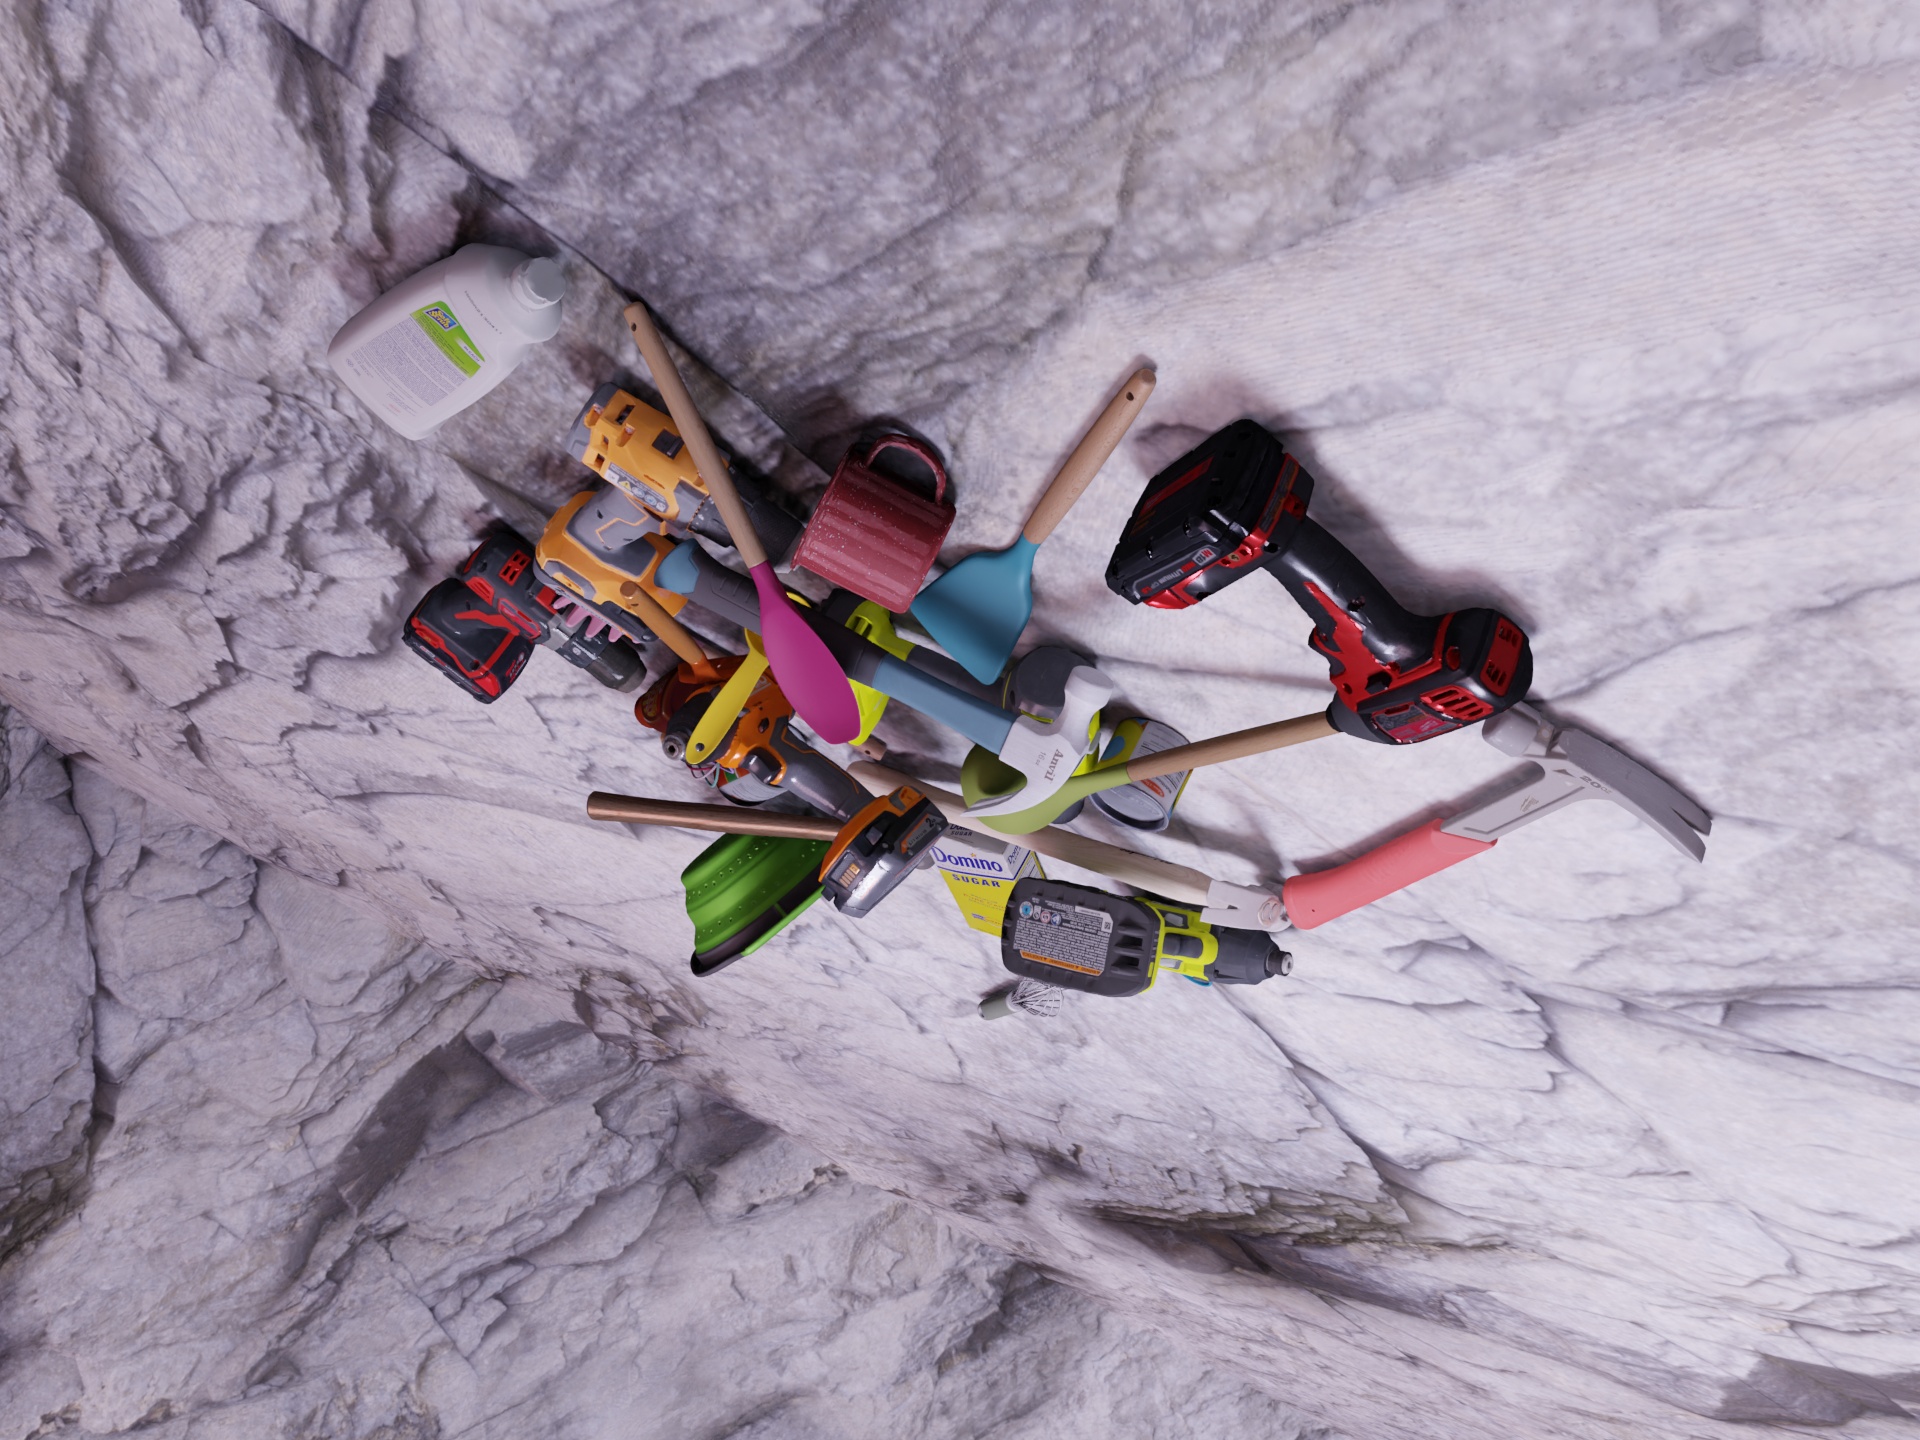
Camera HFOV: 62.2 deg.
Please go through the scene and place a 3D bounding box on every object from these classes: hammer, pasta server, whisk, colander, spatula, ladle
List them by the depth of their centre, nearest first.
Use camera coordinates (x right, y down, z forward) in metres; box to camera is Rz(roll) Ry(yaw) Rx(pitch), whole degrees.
[{"bbox_3d":[0.049,-0.121,0.987,0.082,0.044,0.317,46,153,4],"label":"spatula"},{"bbox_3d":[0.140,0.019,1.072,0.320,0.062,0.078,-15,128,28],"label":"ladle"},{"bbox_3d":[0.331,0.091,1.085,0.149,0.037,0.359,32,153,-4],"label":"hammer"},{"bbox_3d":[-0.065,-0.042,1.089,0.331,0.033,0.128,27,112,13],"label":"hammer"},{"bbox_3d":[-0.210,-0.065,1.212,0.081,0.041,0.322,-7,169,2],"label":"spatula"},{"bbox_3d":[0.064,0.096,1.314,0.411,0.038,0.146,16,-179,33],"label":"hammer"},{"bbox_3d":[-0.208,-0.042,1.398,0.316,0.040,0.060,29,143,-1],"label":"pasta server"},{"bbox_3d":[-0.190,0.095,1.494,0.331,0.031,0.130,5,162,7],"label":"hammer"},{"bbox_3d":[-0.249,0.027,1.502,0.245,0.047,0.051,-171,70,-69],"label":"whisk"},{"bbox_3d":[-0.230,0.159,1.673,0.094,0.204,0.397,52,169,-7],"label":"colander"},{"bbox_3d":[0.064,0.303,1.731,0.058,0.059,0.246,67,158,8],"label":"whisk"}]

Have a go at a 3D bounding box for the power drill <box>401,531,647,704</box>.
[{"bbox_3d":[-0.410,-0.080,1.499,0.187,0.080,0.227,42,149,-24],"label":"power drill"}]

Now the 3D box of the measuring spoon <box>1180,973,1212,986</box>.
[{"bbox_3d":[0.182,0.207,1.473,0.129,0.021,0.042,25,156,31],"label":"measuring spoon"}]

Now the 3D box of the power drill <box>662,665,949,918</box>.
[{"bbox_3d":[-0.134,0.053,1.293,0.226,0.164,0.084,41,117,6],"label":"power drill"}]

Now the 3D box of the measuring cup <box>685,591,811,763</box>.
[{"bbox_3d":[-0.168,-0.031,1.246,0.062,0.156,0.029,33,169,-3],"label":"measuring cup"}]

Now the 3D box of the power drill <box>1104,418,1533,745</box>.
[{"bbox_3d":[0.200,-0.062,0.906,0.219,0.079,0.143,34,154,-14],"label":"power drill"}]

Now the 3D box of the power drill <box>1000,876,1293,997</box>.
[{"bbox_3d":[0.153,0.179,1.293,0.171,0.080,0.223,8,177,40],"label":"power drill"}]

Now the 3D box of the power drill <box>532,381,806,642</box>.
[{"bbox_3d":[-0.220,-0.139,1.196,0.185,0.084,0.226,33,150,-10],"label":"power drill"}]

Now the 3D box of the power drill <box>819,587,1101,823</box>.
[{"bbox_3d":[-0.002,-0.004,1.212,0.228,0.080,0.190,19,151,16],"label":"power drill"}]

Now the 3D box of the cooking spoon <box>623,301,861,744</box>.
[{"bbox_3d":[-0.145,-0.127,1.053,0.069,0.017,0.319,-15,104,47],"label":"cooking spoon"}]
